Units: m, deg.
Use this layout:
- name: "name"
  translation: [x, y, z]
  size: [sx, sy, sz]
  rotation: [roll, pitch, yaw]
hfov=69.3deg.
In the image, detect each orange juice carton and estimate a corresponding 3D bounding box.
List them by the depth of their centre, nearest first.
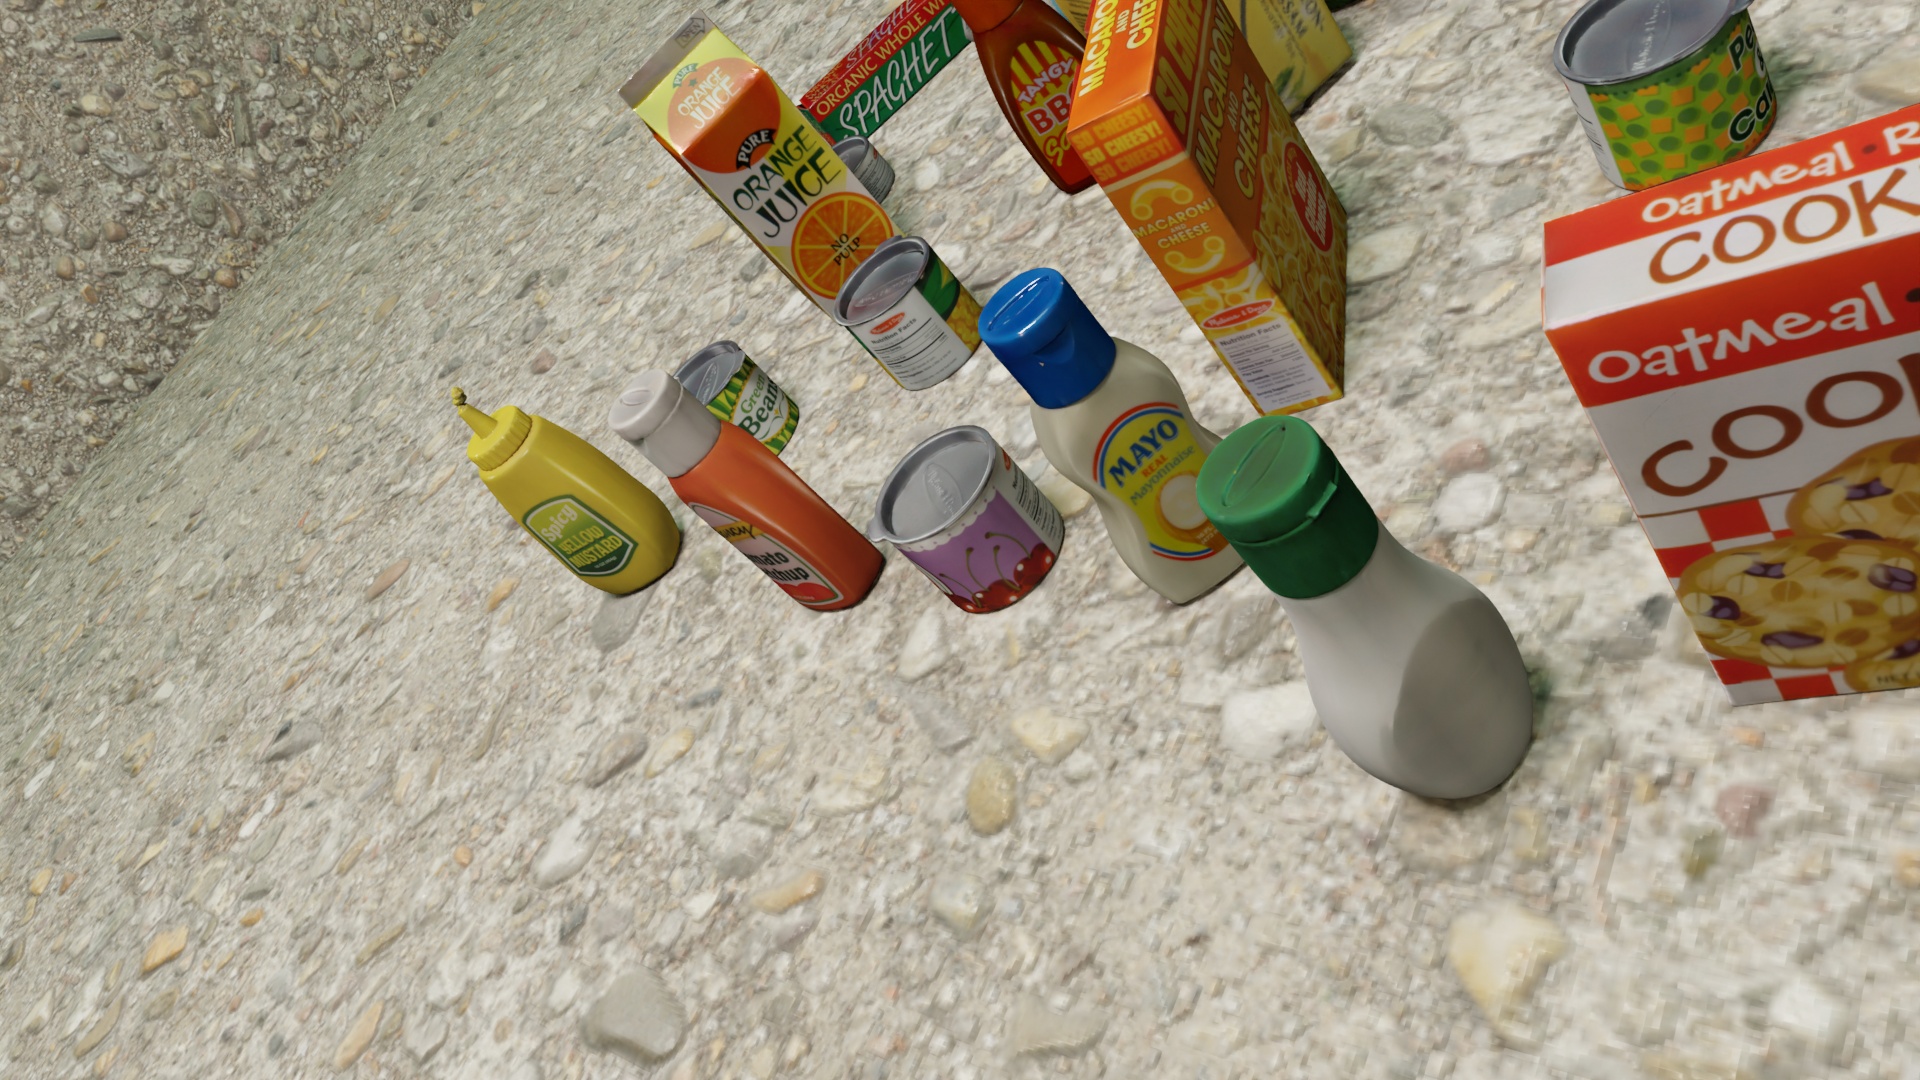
- name: "orange juice carton"
  translation: [-0.121, -0.230, 0.861]
  size: [0.072, 0.192, 0.073]
  rotation: [-45, 35, -1]

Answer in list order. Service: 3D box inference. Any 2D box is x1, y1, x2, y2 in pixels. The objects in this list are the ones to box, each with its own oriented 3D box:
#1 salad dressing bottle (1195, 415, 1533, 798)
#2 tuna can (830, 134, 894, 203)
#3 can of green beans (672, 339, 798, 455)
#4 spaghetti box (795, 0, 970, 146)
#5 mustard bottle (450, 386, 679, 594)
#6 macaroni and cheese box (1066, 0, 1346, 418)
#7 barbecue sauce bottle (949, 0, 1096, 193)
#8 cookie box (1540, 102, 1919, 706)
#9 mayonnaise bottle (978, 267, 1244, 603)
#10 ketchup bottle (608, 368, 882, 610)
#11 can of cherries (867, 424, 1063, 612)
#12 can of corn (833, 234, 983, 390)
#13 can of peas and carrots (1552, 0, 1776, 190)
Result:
- name: "salad dressing bottle"
  translation: [0.120, 0.022, 0.407]
  size: [0.064, 0.147, 0.044]
  rotation: [-53, 36, -11]
- name: "tuna can"
  translation: [-0.084, -0.251, 0.984]
  size: [0.071, 0.032, 0.071]
  rotation: [-26, 39, 24]
- name: "can of green beans"
  translation: [-0.141, -0.078, 0.844]
  size: [0.071, 0.057, 0.071]
  rotation: [-26, 39, 24]
- name: "spaghetti box"
  translation: [-0.015, -0.392, 1.044]
  size: [0.250, 0.050, 0.029]
  rotation: [-42, 35, 3]
- name: "mustard bottle"
  translation: [-0.234, -0.032, 0.800]
  size: [0.065, 0.160, 0.049]
  rotation: [-28, 39, 23]
- name: "macaroni and cheese box"
  translation: [0.108, -0.149, 0.576]
  size: [0.040, 0.166, 0.124]
  rotation: [-17, 43, 33]
- name: "barbecue sauce bottle"
  translation: [0.042, -0.267, 0.776]
  size: [0.065, 0.148, 0.044]
  rotation: [-34, 37, 15]
- name: "cookie box"
  translation: [0.228, -0.026, 0.332]
  size: [0.122, 0.167, 0.040]
  rotation: [-14, 45, 36]
- name: "mayonnaise bottle"
  translation: [0.062, -0.040, 0.526]
  size: [0.065, 0.147, 0.041]
  rotation: [-42, 35, 4]
- name: "ketchup bottle"
  translation: [-0.105, -0.023, 0.674]
  size: [0.064, 0.148, 0.044]
  rotation: [3, 56, 46]
- name: "can of cherries"
  translation: [0.002, -0.008, 0.631]
  size: [0.071, 0.058, 0.072]
  rotation: [-26, 39, 24]
- name: "can of corn"
  translation: [-0.027, -0.129, 0.783]
  size: [0.071, 0.058, 0.071]
  rotation: [-26, 39, 24]
- name: "can of peas and carrots"
  translation: [0.274, -0.179, 0.535]
  size: [0.071, 0.058, 0.071]
  rotation: [-26, 39, 24]
